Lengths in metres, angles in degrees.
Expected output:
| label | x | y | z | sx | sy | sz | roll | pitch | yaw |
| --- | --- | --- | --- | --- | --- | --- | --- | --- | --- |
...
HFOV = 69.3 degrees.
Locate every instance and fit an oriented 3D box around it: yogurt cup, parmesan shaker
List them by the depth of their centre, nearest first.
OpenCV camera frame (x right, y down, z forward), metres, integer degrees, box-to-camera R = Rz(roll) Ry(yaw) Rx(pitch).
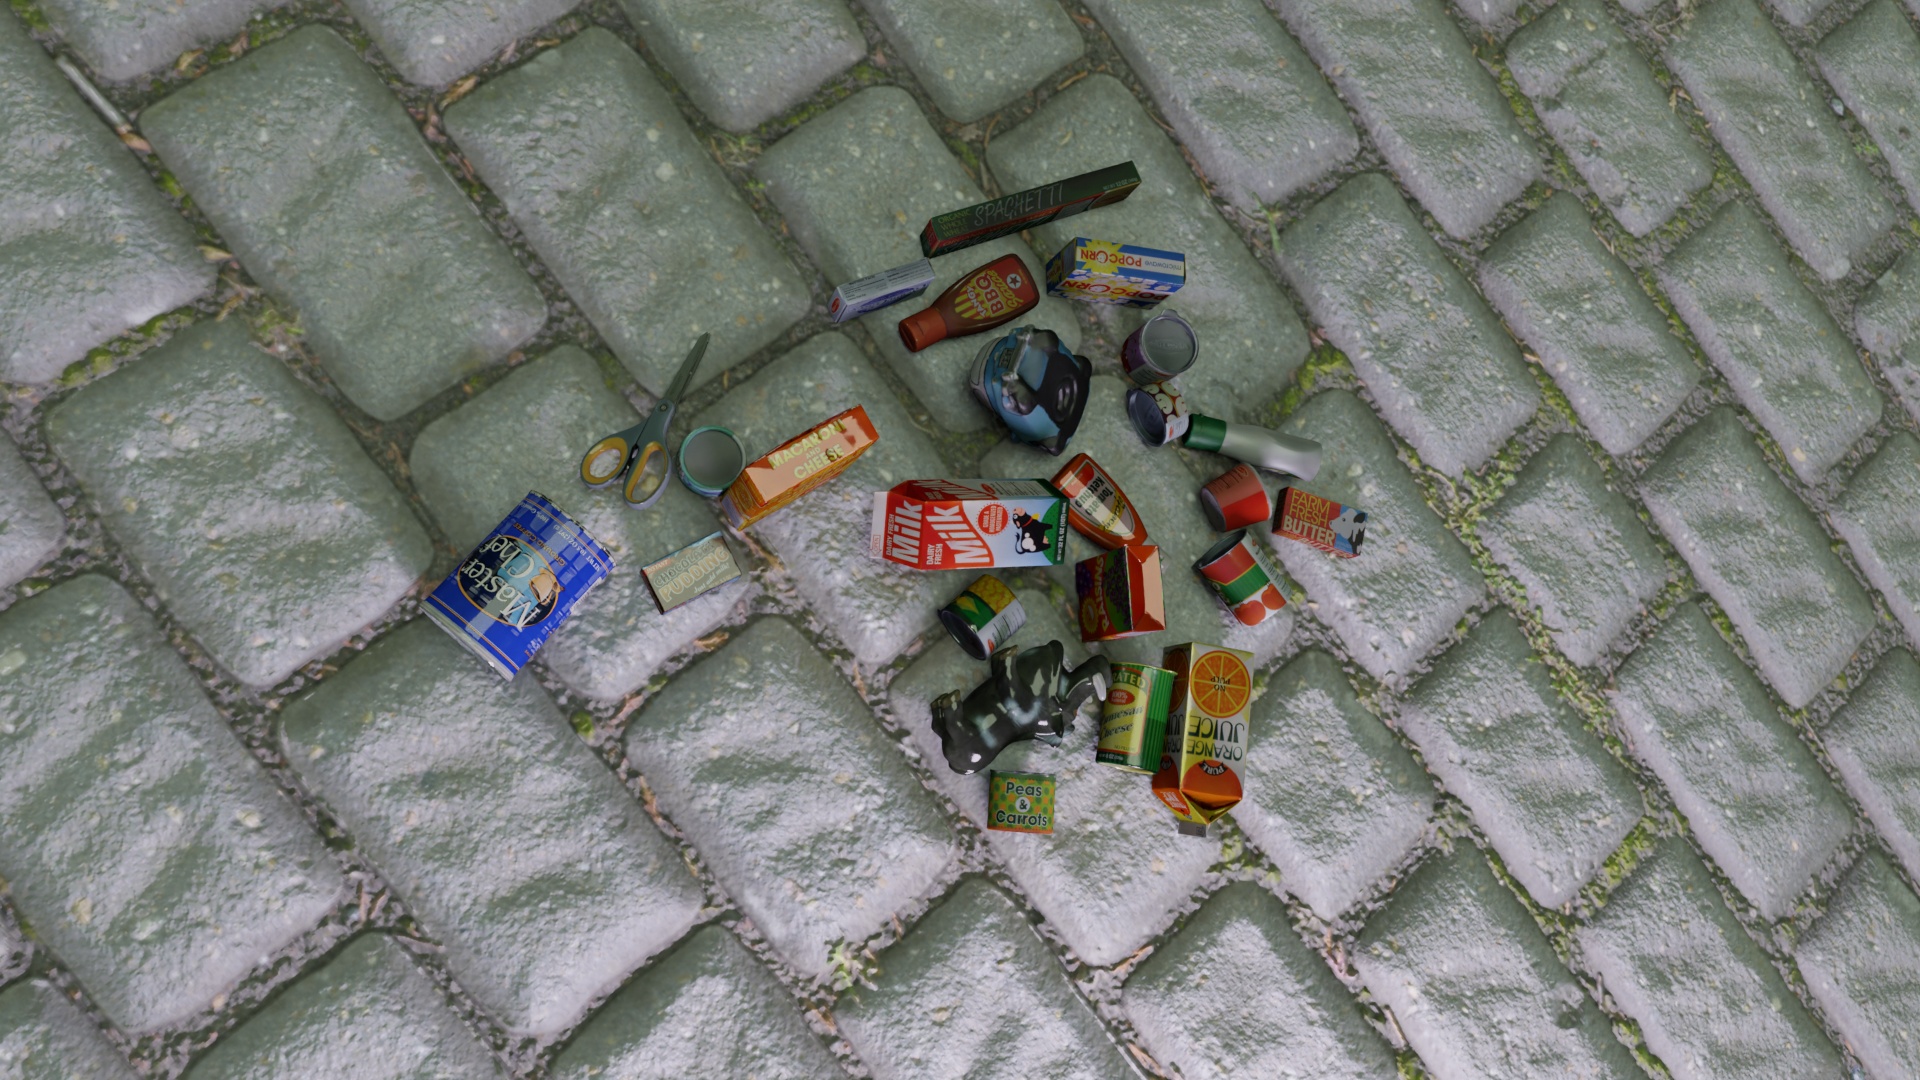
| label | x | y | z | sx | sy | sz | roll | pitch | yaw |
| --- | --- | --- | --- | --- | --- | --- | --- | --- | --- |
| parmesan shaker | 0.178 | 0.180 | 1.406 | 0.071 | 0.071 | 0.103 | 14 | 77 | -15 |
| yogurt cup | 0.293 | -0.043 | 1.484 | 0.054 | 0.072 | 0.072 | -23 | 88 | -7 |

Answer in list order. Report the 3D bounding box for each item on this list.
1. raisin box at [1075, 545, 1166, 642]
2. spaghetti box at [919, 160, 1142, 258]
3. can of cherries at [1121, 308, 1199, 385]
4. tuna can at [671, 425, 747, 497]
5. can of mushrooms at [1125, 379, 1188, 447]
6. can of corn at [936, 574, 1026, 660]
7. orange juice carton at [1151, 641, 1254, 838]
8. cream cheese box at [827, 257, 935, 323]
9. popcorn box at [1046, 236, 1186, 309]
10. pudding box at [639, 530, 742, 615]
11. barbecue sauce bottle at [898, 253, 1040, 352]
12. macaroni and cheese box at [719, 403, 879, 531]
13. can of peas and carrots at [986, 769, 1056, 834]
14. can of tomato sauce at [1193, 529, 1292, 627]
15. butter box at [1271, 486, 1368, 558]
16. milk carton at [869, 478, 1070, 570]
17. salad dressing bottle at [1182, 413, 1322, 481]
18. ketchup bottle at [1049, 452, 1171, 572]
| label | x | y | z | sx | sy | sz | roll | pitch | yaw |
| --- | --- | --- | --- | --- | --- | --- | --- | --- | --- |
| raisin box | 0.159 | 0.055 | 1.394 | 0.040 | 0.123 | 0.086 | -2 | 82 | -19 |
| spaghetti box | 0.075 | -0.353 | 1.477 | 0.251 | 0.050 | 0.028 | -21 | 86 | -19 |
| can of cherries | 0.214 | -0.206 | 1.491 | 0.071 | 0.058 | 0.071 | 3 | 80 | -16 |
| tuna can | -0.243 | -0.077 | 1.340 | 0.071 | 0.032 | 0.071 | 3 | 80 | -17 |
| can of mushrooms | 0.208 | -0.138 | 1.474 | 0.033 | 0.071 | 0.071 | -26 | 89 | -20 |
| can of corn | 0.021 | 0.074 | 1.380 | 0.058 | 0.071 | 0.071 | -40 | 94 | -20 |
| orange juice carton | 0.246 | 0.206 | 1.423 | 0.073 | 0.071 | 0.193 | 10 | 77 | -15 |
| cream cheese box | -0.080 | -0.254 | 1.411 | 0.104 | 0.053 | 0.024 | -22 | 86 | -20 |
| popcorn box | 0.164 | -0.282 | 1.474 | 0.127 | 0.085 | 0.038 | 5 | 81 | -17 |
| pudding box | -0.256 | 0.030 | 1.319 | 0.084 | 0.030 | 0.049 | -27 | 88 | -20 |
| barbecue sauce bottle | 0.007 | -0.241 | 1.441 | 0.149 | 0.043 | 0.065 | -29 | 91 | -19 |
| macaroni and cheese box | -0.154 | -0.066 | 1.295 | 0.124 | 0.166 | 0.040 | -32 | 91 | -19 |
| can of peas and carrots | 0.060 | 0.255 | 1.357 | 0.071 | 0.071 | 0.059 | 7 | 80 | -16 |
| can of tomato sauce | 0.299 | 0.042 | 1.471 | 0.071 | 0.071 | 0.083 | -40 | 95 | -19 |
| butter box | 0.396 | -0.020 | 1.533 | 0.103 | 0.024 | 0.053 | 17 | 76 | -14 |
| milk carton | 0.005 | -0.017 | 1.374 | 0.191 | 0.073 | 0.072 | -1 | 109 | -18 |
| salad dressing bottle | 0.316 | -0.103 | 1.506 | 0.148 | 0.064 | 0.044 | 14 | 106 | -6 |
| ketchup bottle | 0.157 | -0.020 | 1.449 | 0.149 | 0.043 | 0.065 | 45 | 76 | -6 |
